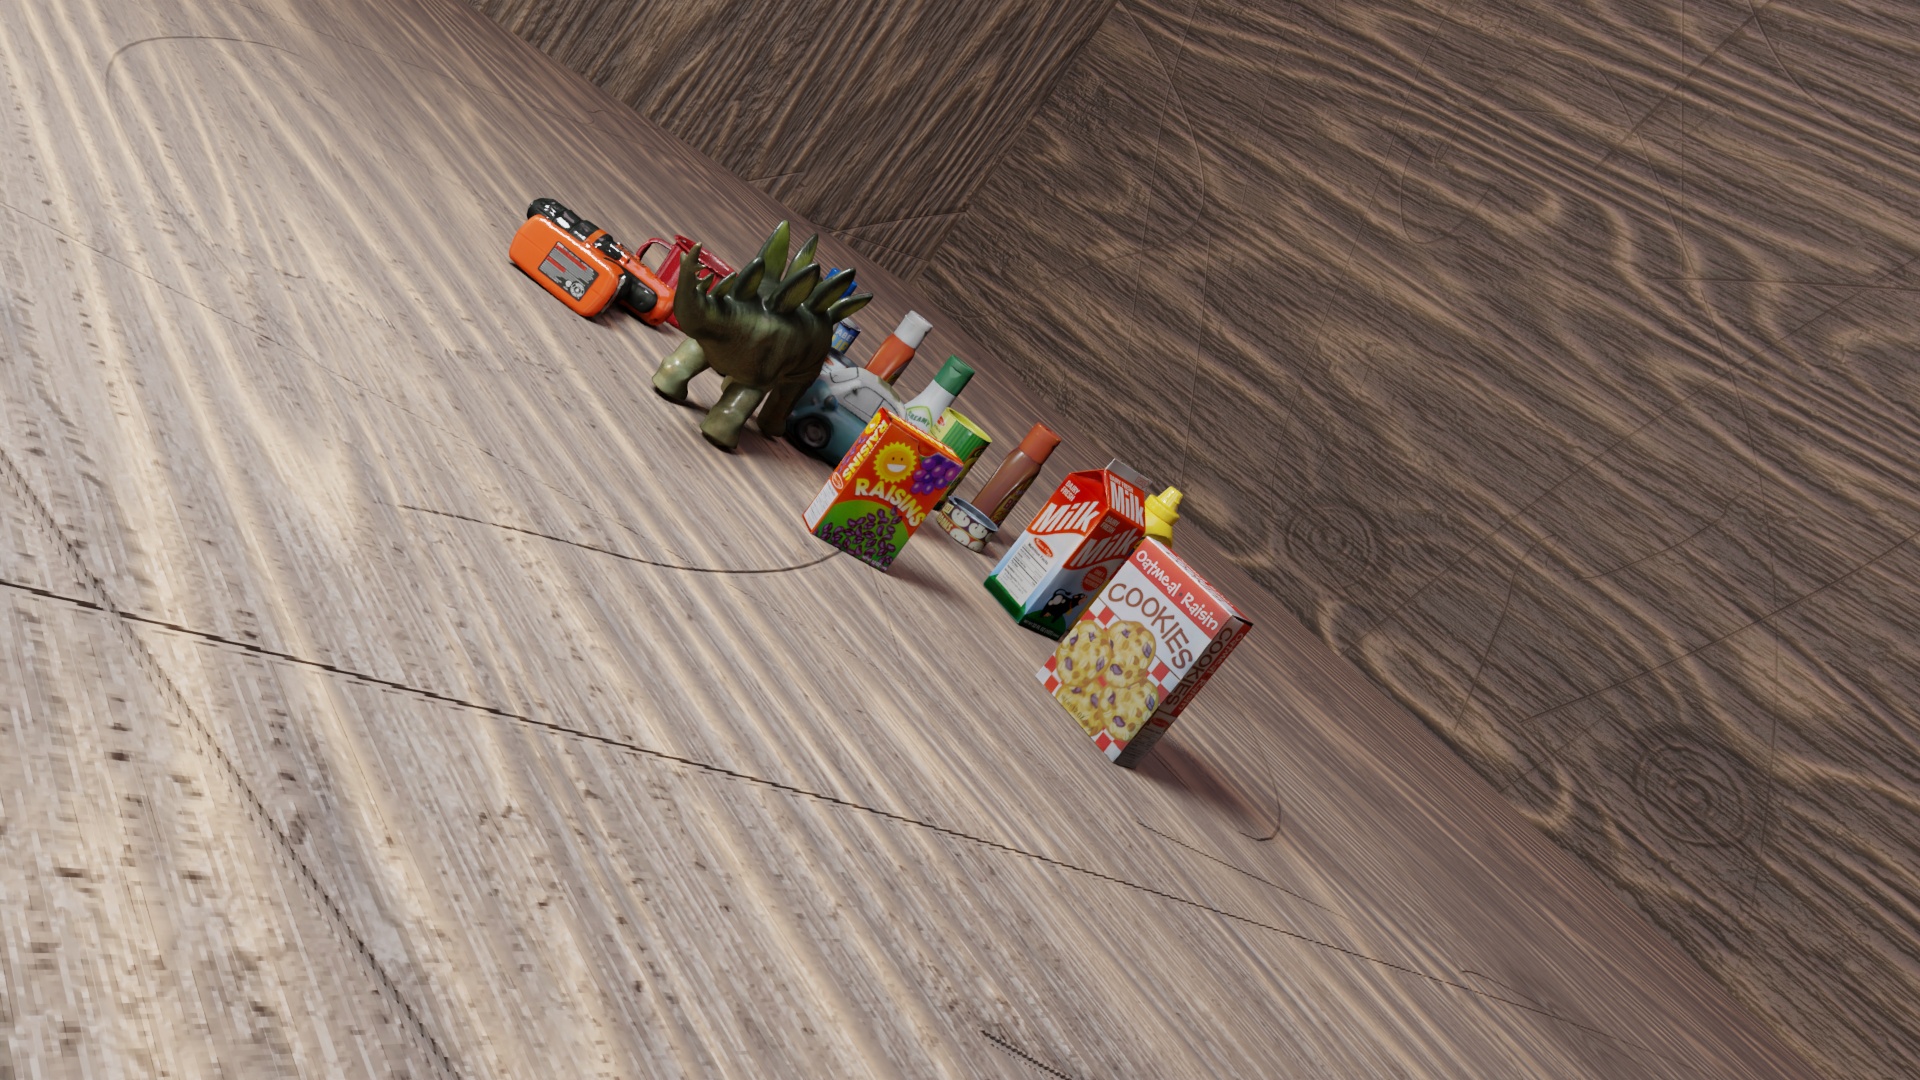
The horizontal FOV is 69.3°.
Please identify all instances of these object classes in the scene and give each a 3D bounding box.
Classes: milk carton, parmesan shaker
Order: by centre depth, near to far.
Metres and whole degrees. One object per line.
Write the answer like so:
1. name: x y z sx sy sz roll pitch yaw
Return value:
1. milk carton: 0.119 0.002 1.426 0.072 0.190 0.074 26 15 -45
2. parmesan shaker: -0.020 -0.095 1.614 0.071 0.103 0.071 36 11 -8

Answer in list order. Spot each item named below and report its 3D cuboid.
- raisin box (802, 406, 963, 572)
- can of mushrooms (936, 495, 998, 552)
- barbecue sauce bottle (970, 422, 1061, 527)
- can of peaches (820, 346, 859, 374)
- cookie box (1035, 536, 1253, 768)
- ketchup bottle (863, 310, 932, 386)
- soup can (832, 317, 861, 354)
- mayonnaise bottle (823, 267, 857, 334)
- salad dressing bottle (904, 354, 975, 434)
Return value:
1. raisin box: -0.068 -0.044 1.219 0.086 0.123 0.040 31 13 -31
2. can of mushrooms: 0.006 -0.020 1.570 0.071 0.033 0.071 36 11 -8
3. barbecue sauce bottle: 0.061 -0.072 1.650 0.044 0.148 0.065 40 11 14
4. can of peaches: -0.164 -0.205 1.733 0.071 0.058 0.071 36 11 -8
5. cookie box: 0.161 0.098 1.232 0.040 0.167 0.123 26 16 -47
6. ketchup bottle: -0.094 -0.231 1.812 0.043 0.148 0.065 39 11 6
7. soup can: -0.182 -0.264 1.847 0.071 0.083 0.071 36 11 -8
8. mayonnaise bottle: -0.179 -0.255 1.657 0.065 0.148 0.041 39 11 11
9. salad dressing bottle: -0.040 -0.157 1.687 0.064 0.147 0.044 38 11 4
